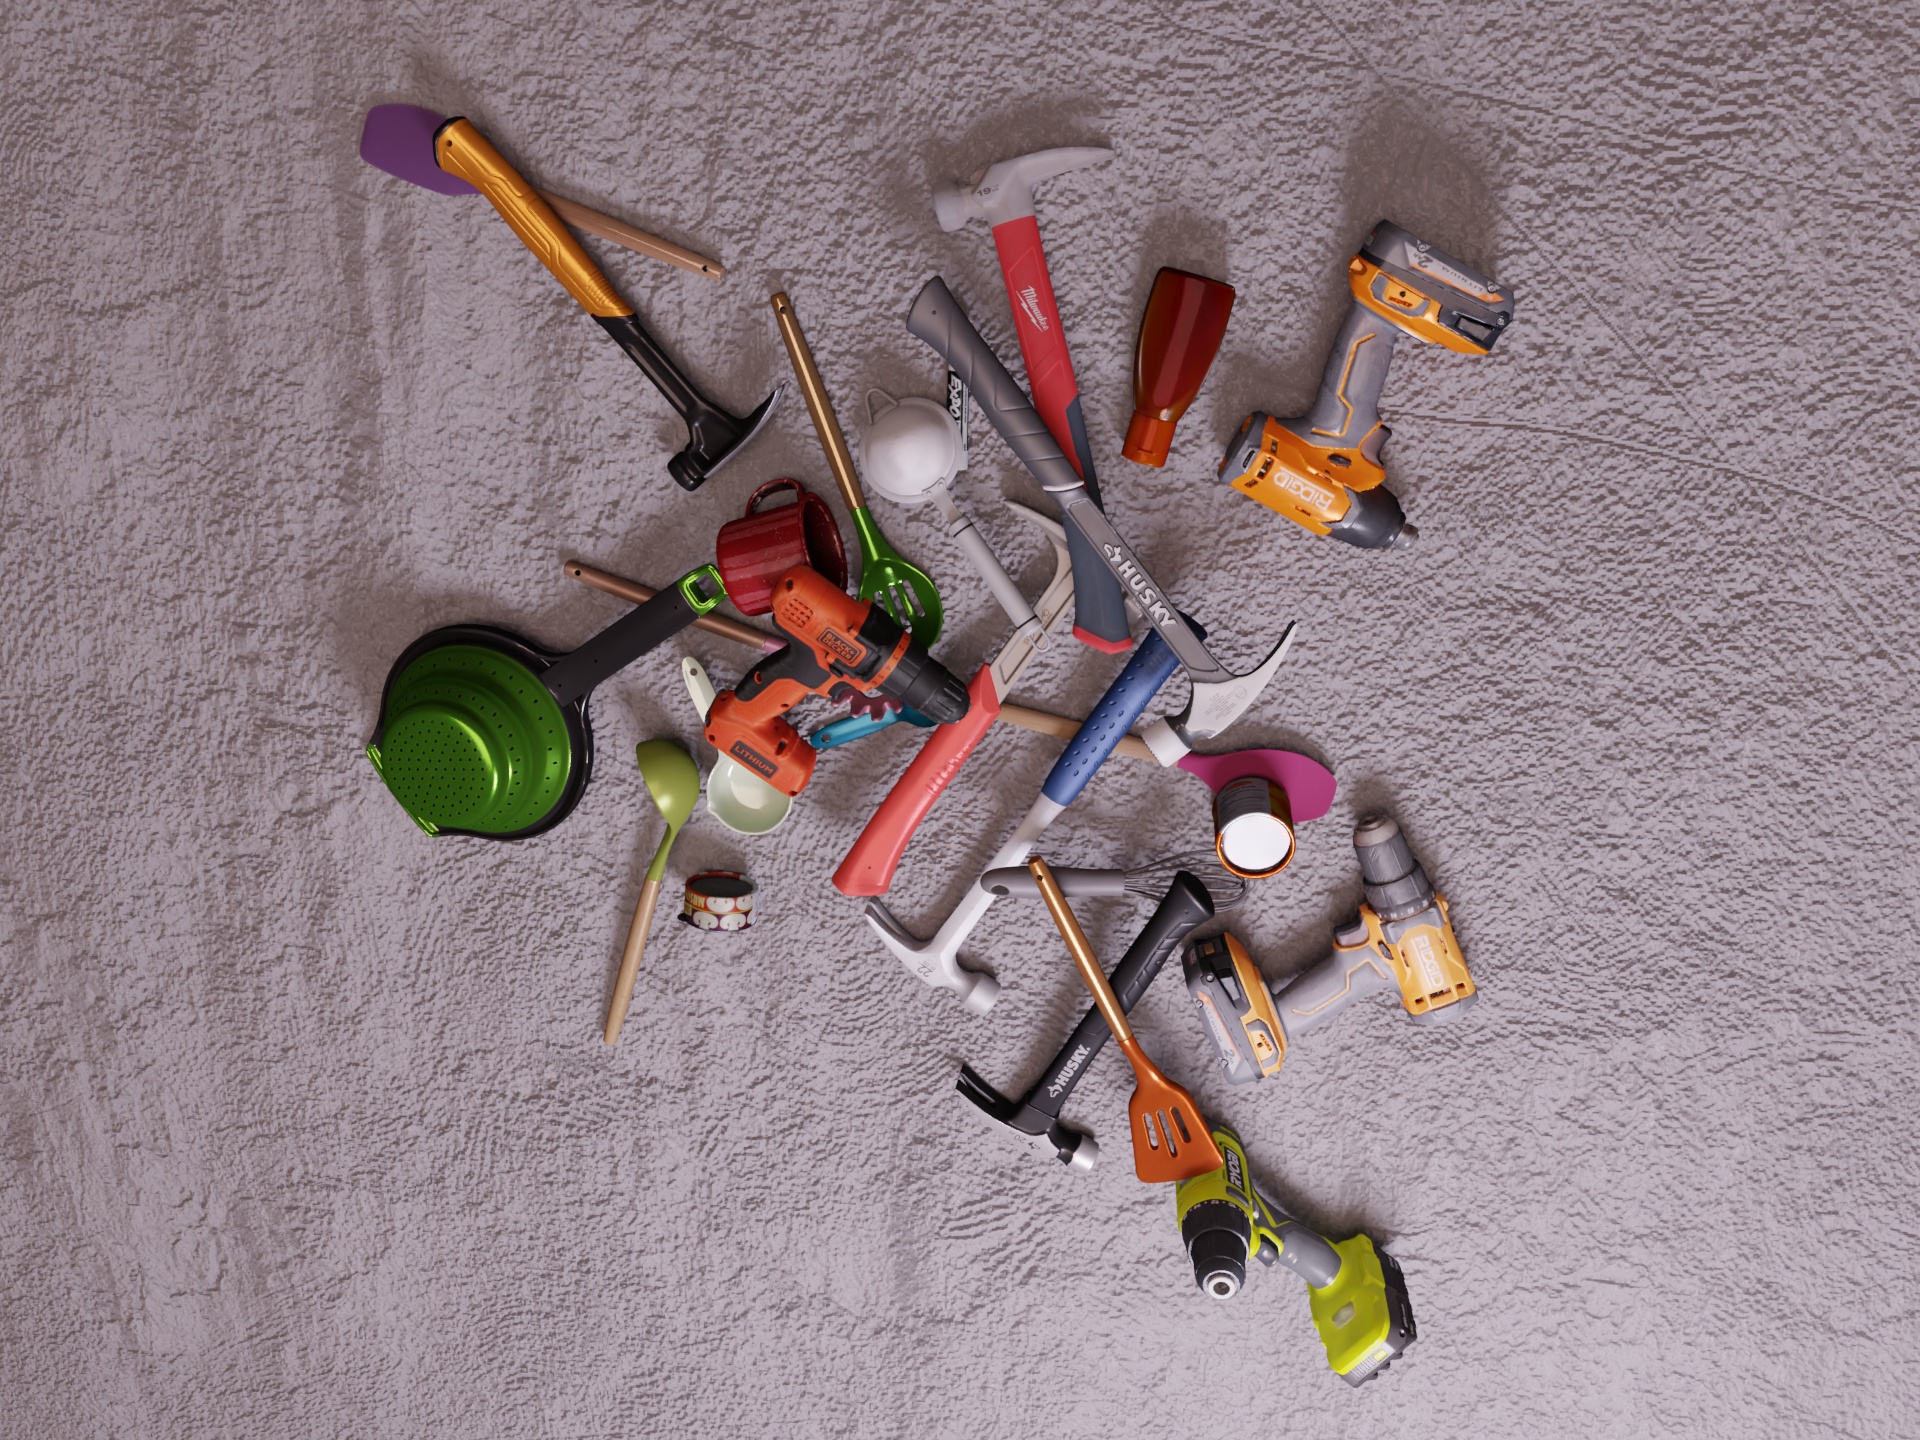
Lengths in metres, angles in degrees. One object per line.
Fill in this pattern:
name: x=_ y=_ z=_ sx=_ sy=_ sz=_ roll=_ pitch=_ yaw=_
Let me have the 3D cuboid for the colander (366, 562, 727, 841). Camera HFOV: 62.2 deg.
colander: x=-0.364 y=-0.013 z=1.347 sx=0.397 sy=0.094 sz=0.204 roll=-31 pitch=100 yaw=20

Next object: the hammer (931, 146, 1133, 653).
hammer: x=0.092 y=-0.244 z=1.243 sx=0.143 sy=0.038 sz=0.386 roll=-13 pitch=97 yaw=10

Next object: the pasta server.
pasta server: x=-0.192 y=-0.076 z=1.353 sx=0.316 sy=0.040 sz=0.060 roll=21 pitch=96 yaw=2

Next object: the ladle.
ladle: x=-0.293 y=0.160 z=1.428 sx=0.062 sy=0.078 sz=0.320 roll=11 pitch=114 yaw=-17

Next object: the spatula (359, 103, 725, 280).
spatula: x=-0.336 y=-0.420 z=1.280 sx=0.316 sy=0.018 sz=0.059 roll=23 pitch=109 yaw=1

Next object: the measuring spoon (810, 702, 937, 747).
measuring spoon: x=-0.072 y=0.002 z=1.367 sx=0.128 sy=0.021 sz=0.042 roll=-19 pitch=103 yaw=11

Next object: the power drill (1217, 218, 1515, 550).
power drill: x=0.322 y=-0.244 z=1.215 sx=0.164 sy=0.084 sz=0.226 roll=29 pitch=112 yaw=-2

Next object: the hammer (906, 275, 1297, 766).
hammer: x=0.095 y=-0.167 z=1.218 sx=0.149 sy=0.036 sz=0.409 roll=-37 pitch=93 yaw=9

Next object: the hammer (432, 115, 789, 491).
hammer: x=-0.288 y=-0.347 z=1.271 sx=0.127 sy=0.034 sz=0.336 roll=-37 pitch=101 yaw=25

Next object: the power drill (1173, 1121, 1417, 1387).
power drill: x=0.280 y=0.471 z=1.376 sx=0.228 sy=0.191 sz=0.080 roll=38 pitch=109 yaw=-9

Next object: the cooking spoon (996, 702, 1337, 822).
cooking spoon: x=0.160 y=0.025 z=1.346 sx=0.319 sy=0.017 sz=0.068 roll=15 pitch=118 yaw=3

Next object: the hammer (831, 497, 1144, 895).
hammer: x=-0.002 y=-0.004 z=1.328 sx=0.149 sy=0.037 sz=0.359 roll=36 pitch=101 yaw=-2

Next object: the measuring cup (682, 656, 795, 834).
measuring cup: x=-0.198 y=0.018 z=1.383 sx=0.083 sy=0.038 sz=0.167 roll=-22 pitch=100 yaw=13

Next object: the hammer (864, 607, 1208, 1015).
hammer: x=0.068 y=0.071 z=1.347 sx=0.144 sy=0.035 sz=0.405 roll=33 pitch=112 yaw=-4

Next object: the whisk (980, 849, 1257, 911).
whisk: x=0.134 y=0.135 z=1.337 sx=0.239 sy=0.055 sz=0.055 roll=1 pitch=107 yaw=-10

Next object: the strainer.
strainer: x=-0.004 y=-0.163 z=1.271 sx=0.087 sy=0.050 sz=0.258 roll=-35 pitch=89 yaw=10

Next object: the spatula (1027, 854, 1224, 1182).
spatula: x=0.127 y=0.250 z=1.328 sx=0.081 sy=0.041 sz=0.322 roll=-19 pitch=112 yaw=22

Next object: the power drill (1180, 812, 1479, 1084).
power drill: x=0.303 y=0.194 z=1.347 sx=0.226 sy=0.084 sz=0.185 roll=-22 pitch=103 yaw=8

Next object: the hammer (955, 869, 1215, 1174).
hammer: x=0.118 y=0.255 z=1.376 sx=0.146 sy=0.035 sz=0.334 roll=28 pitch=121 yaw=-2

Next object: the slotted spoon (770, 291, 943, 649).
slotted spoon: x=-0.092 y=-0.200 z=1.309 sx=0.070 sy=0.031 sz=0.313 roll=-21 pitch=101 yaw=-1
